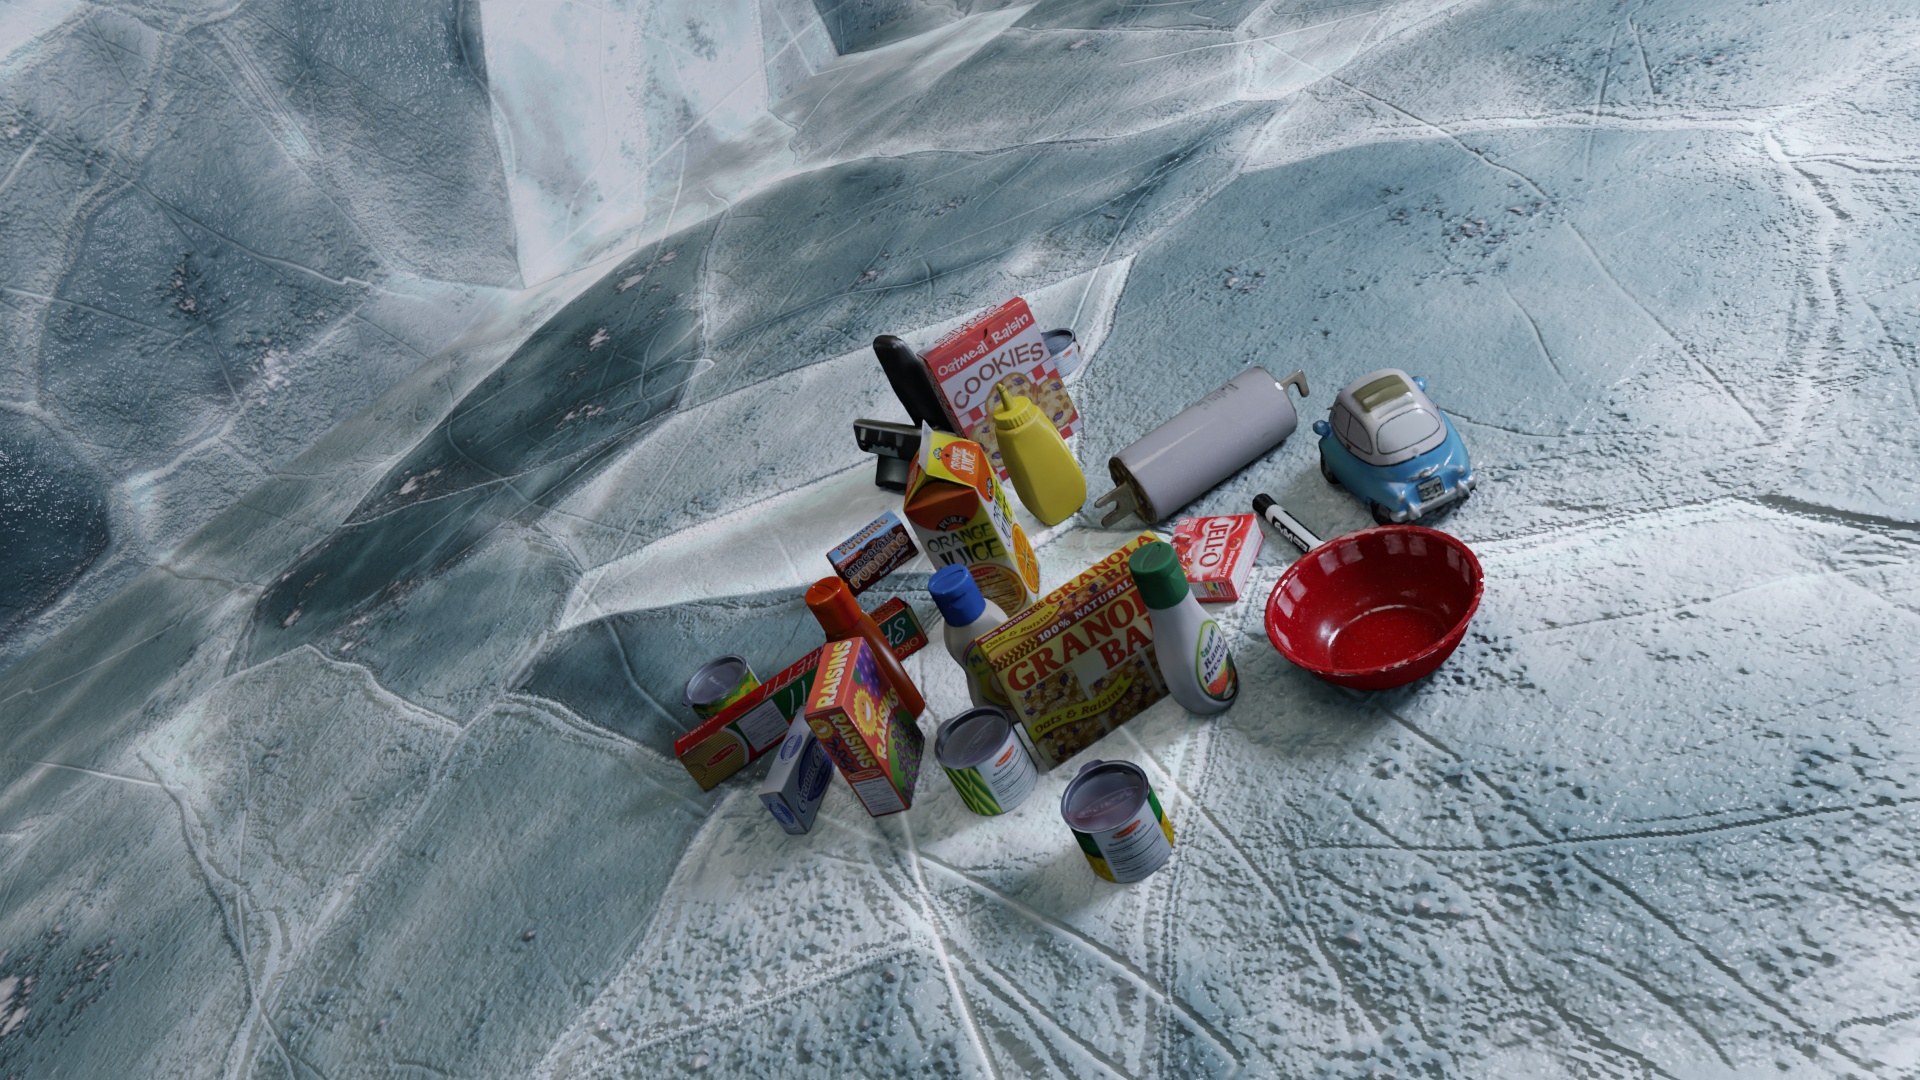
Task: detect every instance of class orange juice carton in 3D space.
[{"bbox_3d":[0.004,-0.016,1.260,0.073,0.192,0.072,-18,32,17],"label":"orange juice carton"}]

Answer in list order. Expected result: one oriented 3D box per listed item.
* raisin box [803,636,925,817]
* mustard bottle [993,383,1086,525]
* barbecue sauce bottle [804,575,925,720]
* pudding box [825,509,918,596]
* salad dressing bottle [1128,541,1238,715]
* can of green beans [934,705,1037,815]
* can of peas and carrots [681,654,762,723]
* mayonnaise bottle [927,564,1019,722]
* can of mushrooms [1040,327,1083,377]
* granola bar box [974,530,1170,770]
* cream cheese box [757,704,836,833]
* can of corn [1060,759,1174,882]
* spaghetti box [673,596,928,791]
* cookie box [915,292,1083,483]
[{"bbox_3d":[-0.077,0.153,1.143,0.040,0.123,0.086,-15,33,21],"label":"raisin box"},{"bbox_3d":[0.069,-0.091,1.350,0.065,0.159,0.049,-36,32,-13],"label":"mustard bottle"},{"bbox_3d":[-0.085,0.096,1.208,0.044,0.148,0.065,-44,34,-24],"label":"barbecue sauce bottle"},{"bbox_3d":[-0.091,0.013,1.429,0.084,0.049,0.030,-35,32,-11],"label":"pudding box"},{"bbox_3d":[0.168,0.067,1.055,0.044,0.147,0.064,1,41,39],"label":"salad dressing bottle"},{"bbox_3d":[0.021,0.174,1.099,0.071,0.057,0.071,-20,32,13],"label":"can of green beans"},{"bbox_3d":[-0.220,0.153,1.316,0.071,0.058,0.071,-20,32,13],"label":"can of peas and carrots"},{"bbox_3d":[0.019,0.086,1.143,0.065,0.147,0.041,-27,31,2],"label":"mayonnaise bottle"},{"bbox_3d":[0.108,-0.219,1.629,0.071,0.033,0.071,-20,32,13],"label":"can of mushrooms"},{"bbox_3d":[0.109,0.086,1.095,0.166,0.123,0.039,-32,31,-6],"label":"granola bar box"},{"bbox_3d":[-0.134,0.195,1.192,0.024,0.053,0.104,-10,35,27],"label":"cream cheese box"},{"bbox_3d":[0.112,0.199,0.992,0.071,0.058,0.071,-20,32,13],"label":"can of corn"},{"bbox_3d":[-0.145,0.140,1.284,0.250,0.050,0.029,-33,31,-9],"label":"spaghetti box"},{"bbox_3d":[0.043,-0.157,1.460,0.123,0.166,0.040,-34,31,-10],"label":"cookie box"}]
